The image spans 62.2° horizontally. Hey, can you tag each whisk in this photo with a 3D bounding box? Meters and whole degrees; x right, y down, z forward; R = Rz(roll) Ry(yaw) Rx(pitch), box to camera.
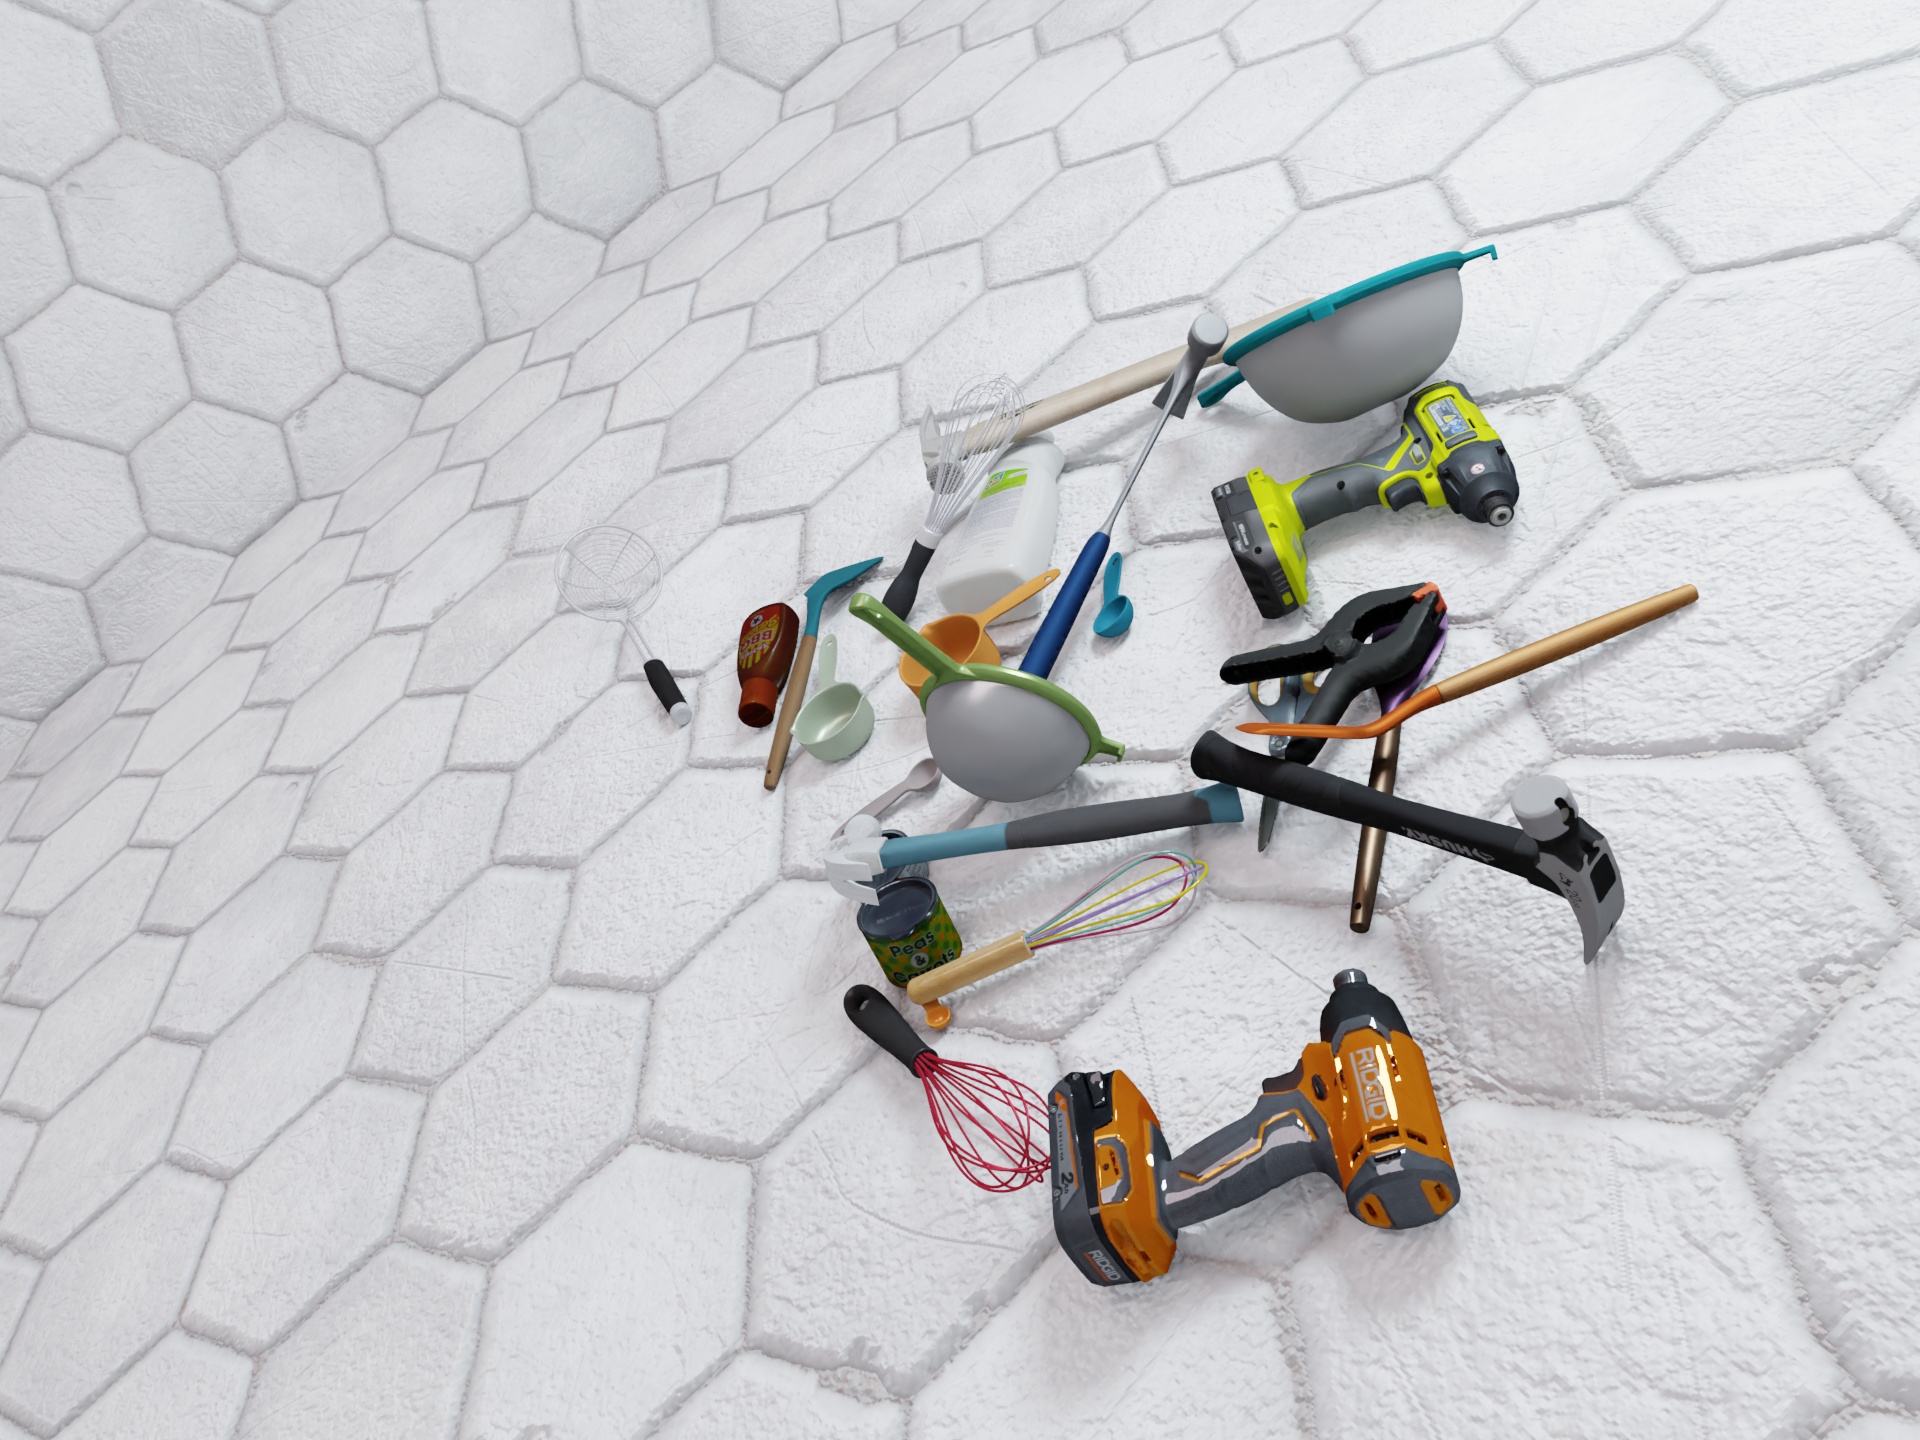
[{"bbox_3d":[0.068,0.154,1.158,0.245,0.051,0.047,-26,44,15],"label":"whisk"},{"bbox_3d":[-0.016,-0.205,1.527,0.284,0.070,0.070,-63,28,24],"label":"whisk"},{"bbox_3d":[-0.016,0.250,1.123,0.073,0.073,0.296,-45,30,-10],"label":"whisk"}]

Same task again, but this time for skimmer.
[{"bbox_3d":[-0.365,-0.114,1.790,0.127,0.090,0.364,-13,33,-20],"label":"skimmer"}]

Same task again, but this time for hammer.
[{"bbox_3d":[0.154,-0.337,1.580,0.410,0.038,0.146,-19,35,8],"label":"hammer"},{"bbox_3d":[0.130,-0.169,1.418,0.406,0.035,0.144,-62,-1,-16],"label":"hammer"},{"bbox_3d":[0.270,0.060,1.023,0.035,0.146,0.335,-49,33,-15],"label":"hammer"},{"bbox_3d":[0.050,0.085,1.207,0.331,0.033,0.128,-10,16,16],"label":"hammer"}]

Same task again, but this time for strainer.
[{"bbox_3d":[-0.002,-0.004,1.224,0.151,0.256,0.069,-10,53,43],"label":"strainer"},{"bbox_3d":[0.312,-0.300,1.398,0.211,0.095,0.340,-23,2,-22],"label":"strainer"}]

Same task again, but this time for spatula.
[{"bbox_3d":[0.349,-0.036,1.096,0.322,0.041,0.081,-22,2,4],"label":"spatula"},{"bbox_3d":[0.306,0.018,1.132,0.060,0.018,0.316,-10,43,35],"label":"spatula"},{"bbox_3d":[-0.149,-0.056,1.601,0.082,0.044,0.318,-13,47,30],"label":"spatula"}]

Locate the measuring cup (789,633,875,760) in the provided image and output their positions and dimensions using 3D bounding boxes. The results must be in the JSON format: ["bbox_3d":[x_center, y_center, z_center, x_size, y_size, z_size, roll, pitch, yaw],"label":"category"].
[{"bbox_3d":[-0.118,-0.024,1.526,0.083,0.038,0.168,-26,35,16],"label":"measuring cup"}]

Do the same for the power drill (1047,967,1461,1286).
[{"bbox_3d":[0.170,0.239,0.955,0.226,0.084,0.164,-20,38,17],"label":"power drill"}]

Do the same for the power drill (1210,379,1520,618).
[{"bbox_3d":[0.327,-0.175,1.279,0.223,0.080,0.171,-23,37,14],"label":"power drill"}]

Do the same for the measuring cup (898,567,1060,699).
[{"bbox_3d":[0.028,-0.072,1.441,0.173,0.052,0.095,-34,36,3],"label":"measuring cup"}]

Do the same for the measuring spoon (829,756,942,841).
[{"bbox_3d":[-0.063,0.076,1.392,0.124,0.018,0.034,-36,35,14],"label":"measuring spoon"}]

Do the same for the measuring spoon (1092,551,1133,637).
[{"bbox_3d":[0.142,-0.112,1.422,0.042,0.021,0.129,-39,23,29],"label":"measuring spoon"}]

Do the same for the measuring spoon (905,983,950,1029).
[{"bbox_3d":[-0.031,0.203,1.226,0.021,0.011,0.117,-28,32,-6],"label":"measuring spoon"}]
